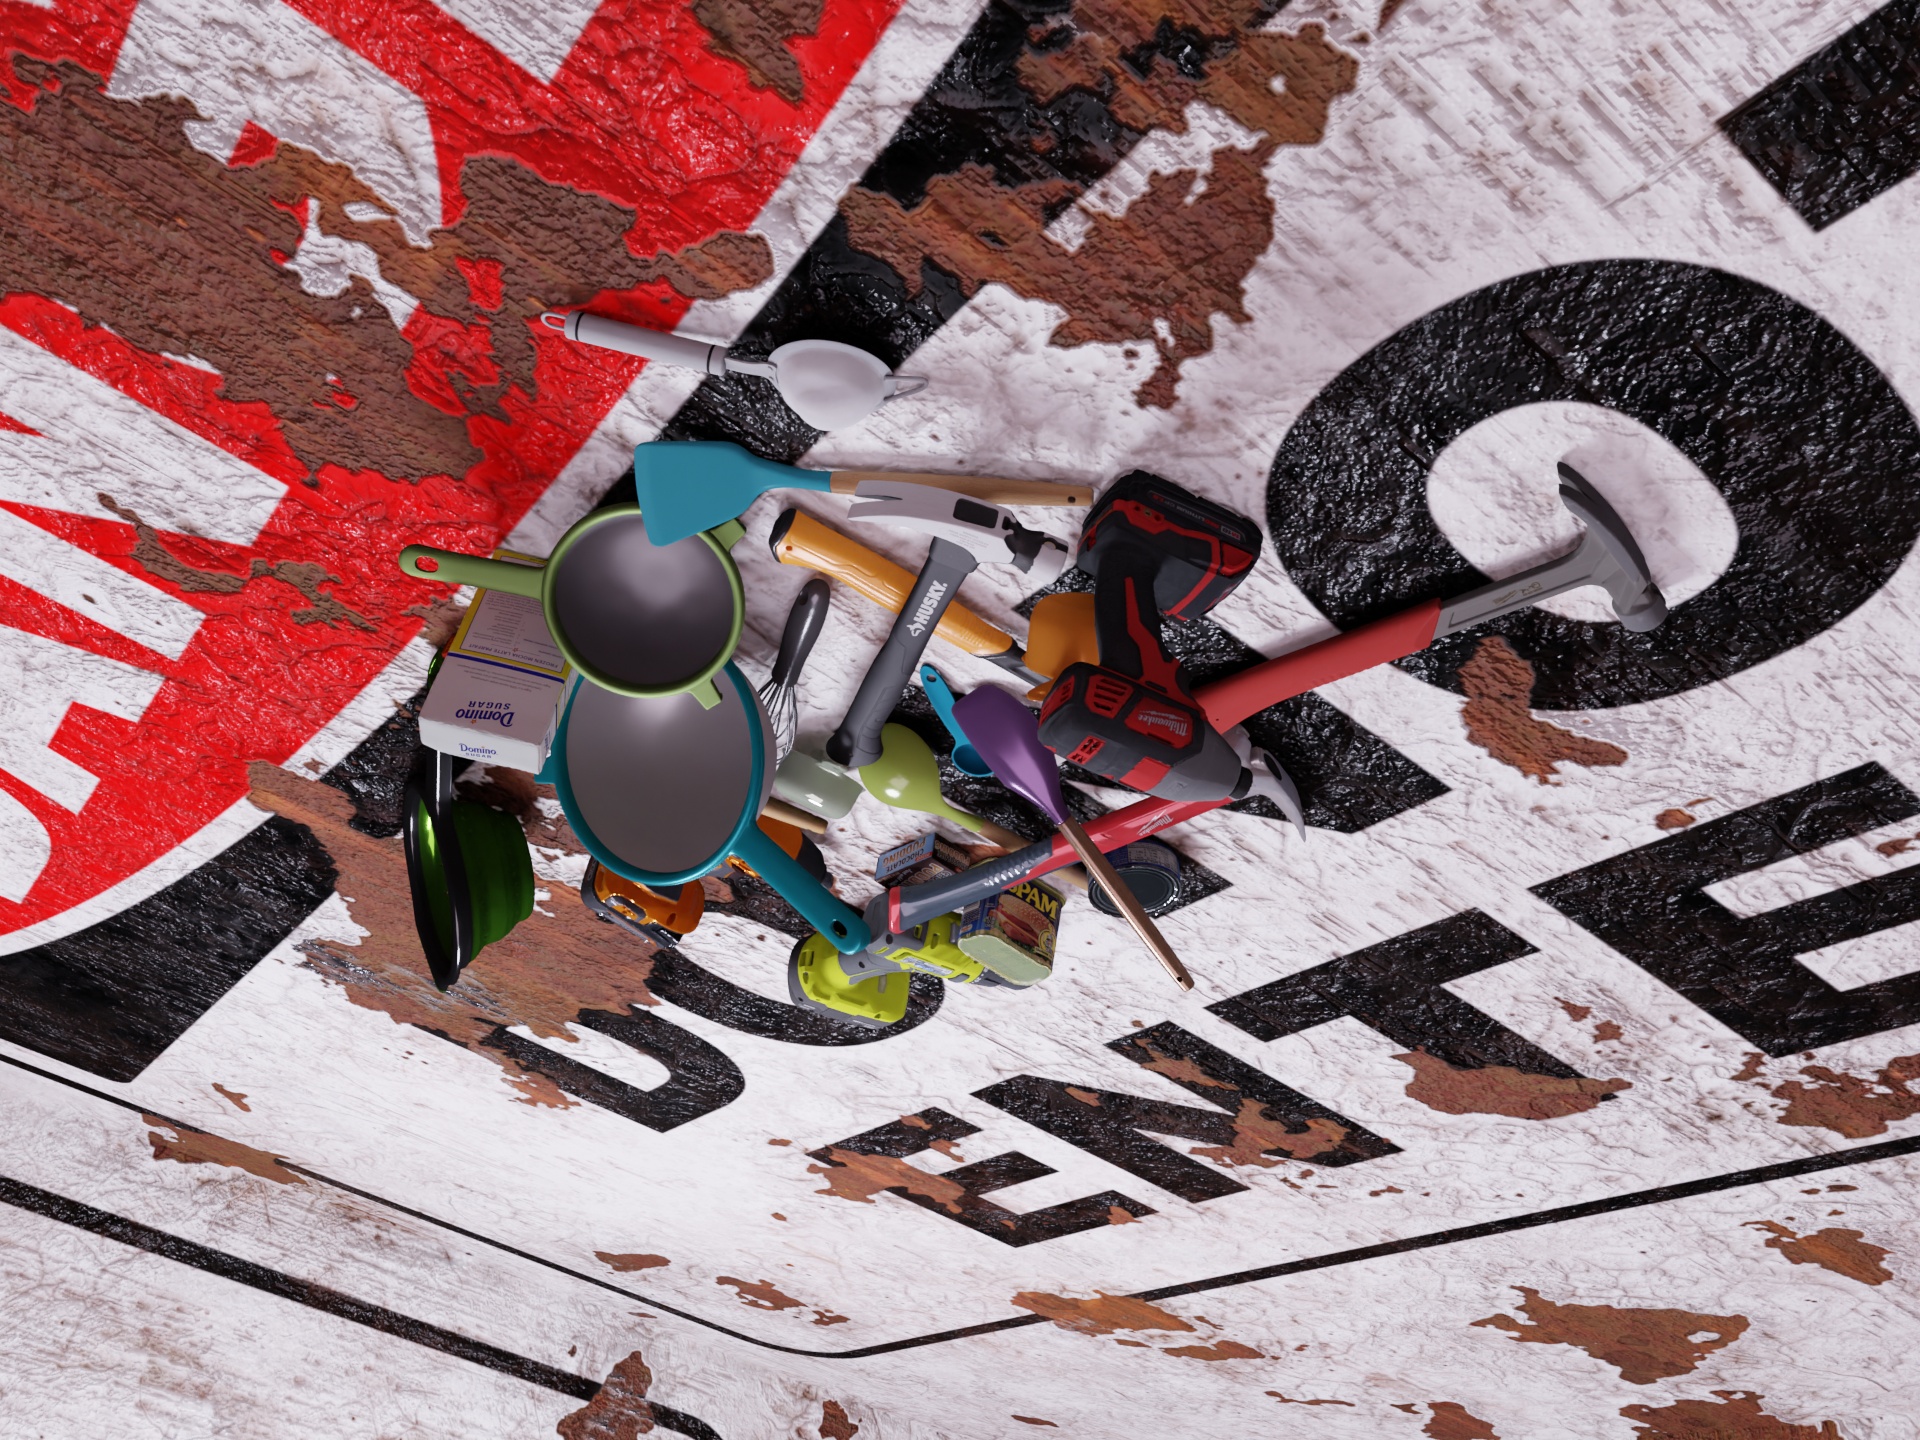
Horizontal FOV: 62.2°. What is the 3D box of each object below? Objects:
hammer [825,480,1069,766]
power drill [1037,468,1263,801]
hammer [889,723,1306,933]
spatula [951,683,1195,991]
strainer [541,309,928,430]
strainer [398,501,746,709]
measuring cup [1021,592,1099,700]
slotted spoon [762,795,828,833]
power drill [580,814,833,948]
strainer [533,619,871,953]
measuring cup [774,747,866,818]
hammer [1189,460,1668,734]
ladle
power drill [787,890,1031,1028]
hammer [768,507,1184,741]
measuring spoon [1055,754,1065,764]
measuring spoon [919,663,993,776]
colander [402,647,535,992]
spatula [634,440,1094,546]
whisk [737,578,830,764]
[{"bbox_3d":[-0.047,-0.057,1.186,0.146,0.035,0.334,20,145,-9],"label":"hammer"},{"bbox_3d":[0.134,-0.048,1.050,0.143,0.220,0.078,23,142,-14],"label":"power drill"},{"bbox_3d":[0.105,0.118,1.384,0.386,0.038,0.143,-24,132,26],"label":"hammer"},{"bbox_3d":[0.102,0.101,1.319,0.060,0.018,0.316,-32,101,22],"label":"spatula"},{"bbox_3d":[-0.152,-0.232,1.043,0.258,0.050,0.086,14,158,3],"label":"strainer"},{"bbox_3d":[-0.286,-0.106,1.198,0.256,0.069,0.151,10,110,-2],"label":"strainer"},{"bbox_3d":[0.078,-0.052,1.101,0.095,0.173,0.052,10,105,17],"label":"measuring cup"},{"bbox_3d":[-0.266,0.040,1.414,0.313,0.031,0.070,21,172,-2],"label":"slotted spoon"},{"bbox_3d":[-0.241,0.146,1.539,0.226,0.084,0.164,-26,130,35],"label":"power drill"},{"bbox_3d":[-0.178,0.063,1.274,0.340,0.095,0.211,40,109,20],"label":"strainer"},{"bbox_3d":[-0.119,0.055,1.353,0.083,0.038,0.167,27,171,-8],"label":"measuring cup"},{"bbox_3d":[0.300,-0.063,1.139,0.359,0.037,0.149,-22,132,37],"label":"hammer"},{"bbox_3d":[0.037,0.092,1.429,0.319,0.062,0.078,30,147,-33],"label":"ladle"},{"bbox_3d":[-0.051,0.246,1.598,0.190,0.080,0.228,24,148,-29],"label":"power drill"},{"bbox_3d":[0.009,-0.071,1.210,0.336,0.034,0.127,28,137,-19],"label":"hammer"},{"bbox_3d":[0.085,0.022,1.337,0.034,0.018,0.124,34,132,-25],"label":"measuring spoon"},{"bbox_3d":[-0.002,-0.004,1.327,0.042,0.021,0.128,-9,130,25],"label":"measuring spoon"},{"bbox_3d":[-0.459,0.089,1.510,0.094,0.205,0.396,-10,135,-29],"label":"colander"},{"bbox_3d":[-0.066,-0.158,1.110,0.317,0.044,0.082,4,126,9],"label":"spatula"},{"bbox_3d":[-0.143,-0.034,1.298,0.055,0.055,0.238,18,140,-8],"label":"whisk"}]
